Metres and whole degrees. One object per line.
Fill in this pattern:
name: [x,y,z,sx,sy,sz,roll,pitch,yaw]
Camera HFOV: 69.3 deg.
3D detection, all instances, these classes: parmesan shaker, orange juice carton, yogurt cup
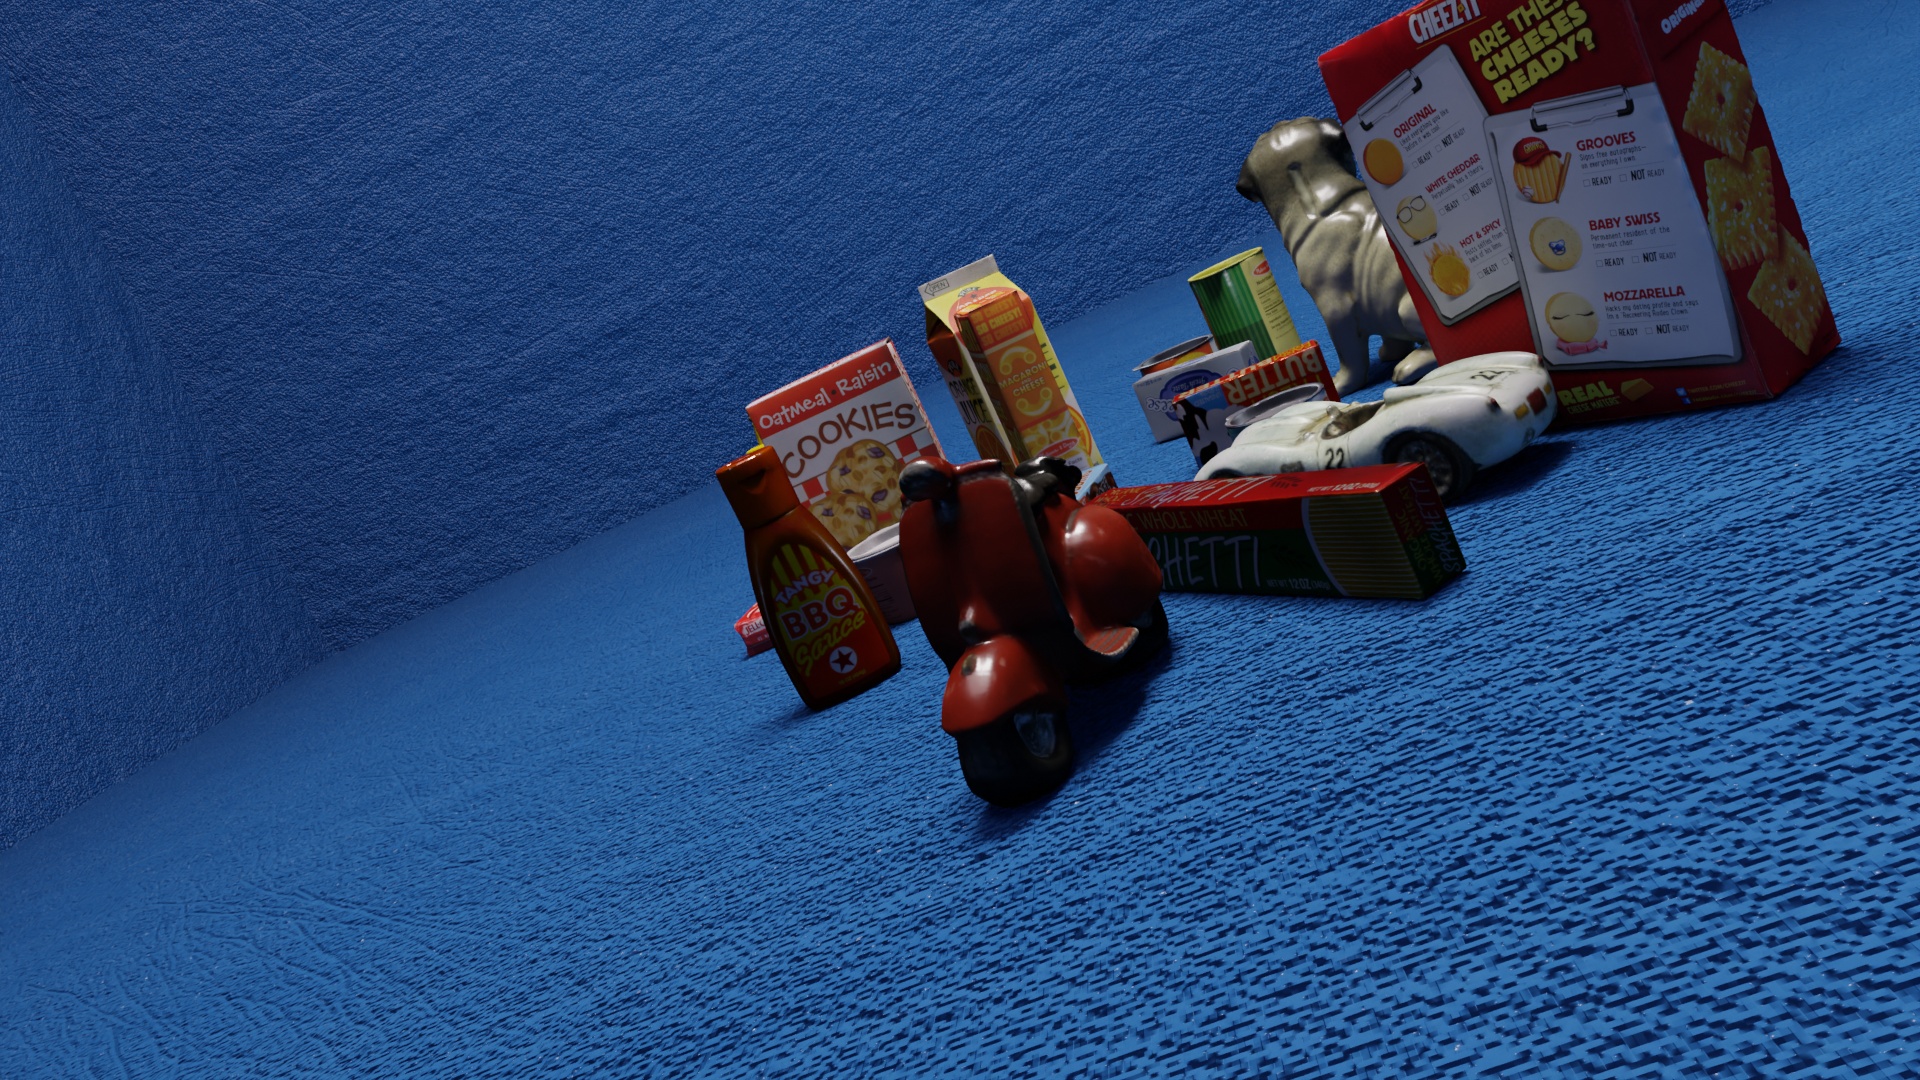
parmesan shaker: [0.240,-0.185,1.167,0.071,0.103,0.071,-24,10,5]
orange juice carton: [0.036,-0.128,1.110,0.072,0.192,0.073,-28,10,-16]
yogurt cup: [-0.037,0.020,0.928,0.072,0.054,0.072,-24,10,5]

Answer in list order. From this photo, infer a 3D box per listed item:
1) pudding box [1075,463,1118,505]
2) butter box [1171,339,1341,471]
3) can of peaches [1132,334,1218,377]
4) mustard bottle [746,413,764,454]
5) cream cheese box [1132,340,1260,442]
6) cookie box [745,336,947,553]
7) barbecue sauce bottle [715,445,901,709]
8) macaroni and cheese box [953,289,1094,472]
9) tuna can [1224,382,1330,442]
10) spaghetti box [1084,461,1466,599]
pudding box: [0.073,-0.009,0.826,0.030,0.049,0.084,-20,11,27]
butter box: [0.199,-0.090,0.931,0.103,0.053,0.024,-22,10,16]
can of peaches: [0.186,-0.130,1.147,0.071,0.058,0.071,-24,10,5]
mustard bottle: [-0.140,-0.036,1.156,0.048,0.160,0.065,-18,12,36]
cream cheese box: [0.188,-0.114,1.075,0.103,0.053,0.024,-15,14,44]
cookie box: [-0.076,-0.058,1.096,0.123,0.167,0.040,-24,10,6]
barbecue sauce bottle: [-0.092,0.019,0.797,0.065,0.148,0.044,-26,10,-5]
macaroni and cheese box: [0.048,-0.088,0.955,0.040,0.166,0.124,-25,10,0]
tuna can: [0.204,-0.072,0.885,0.071,0.032,0.071,-24,10,5]
spaghetti box: [0.131,-0.002,0.658,0.029,0.050,0.250,-29,11,-22]
